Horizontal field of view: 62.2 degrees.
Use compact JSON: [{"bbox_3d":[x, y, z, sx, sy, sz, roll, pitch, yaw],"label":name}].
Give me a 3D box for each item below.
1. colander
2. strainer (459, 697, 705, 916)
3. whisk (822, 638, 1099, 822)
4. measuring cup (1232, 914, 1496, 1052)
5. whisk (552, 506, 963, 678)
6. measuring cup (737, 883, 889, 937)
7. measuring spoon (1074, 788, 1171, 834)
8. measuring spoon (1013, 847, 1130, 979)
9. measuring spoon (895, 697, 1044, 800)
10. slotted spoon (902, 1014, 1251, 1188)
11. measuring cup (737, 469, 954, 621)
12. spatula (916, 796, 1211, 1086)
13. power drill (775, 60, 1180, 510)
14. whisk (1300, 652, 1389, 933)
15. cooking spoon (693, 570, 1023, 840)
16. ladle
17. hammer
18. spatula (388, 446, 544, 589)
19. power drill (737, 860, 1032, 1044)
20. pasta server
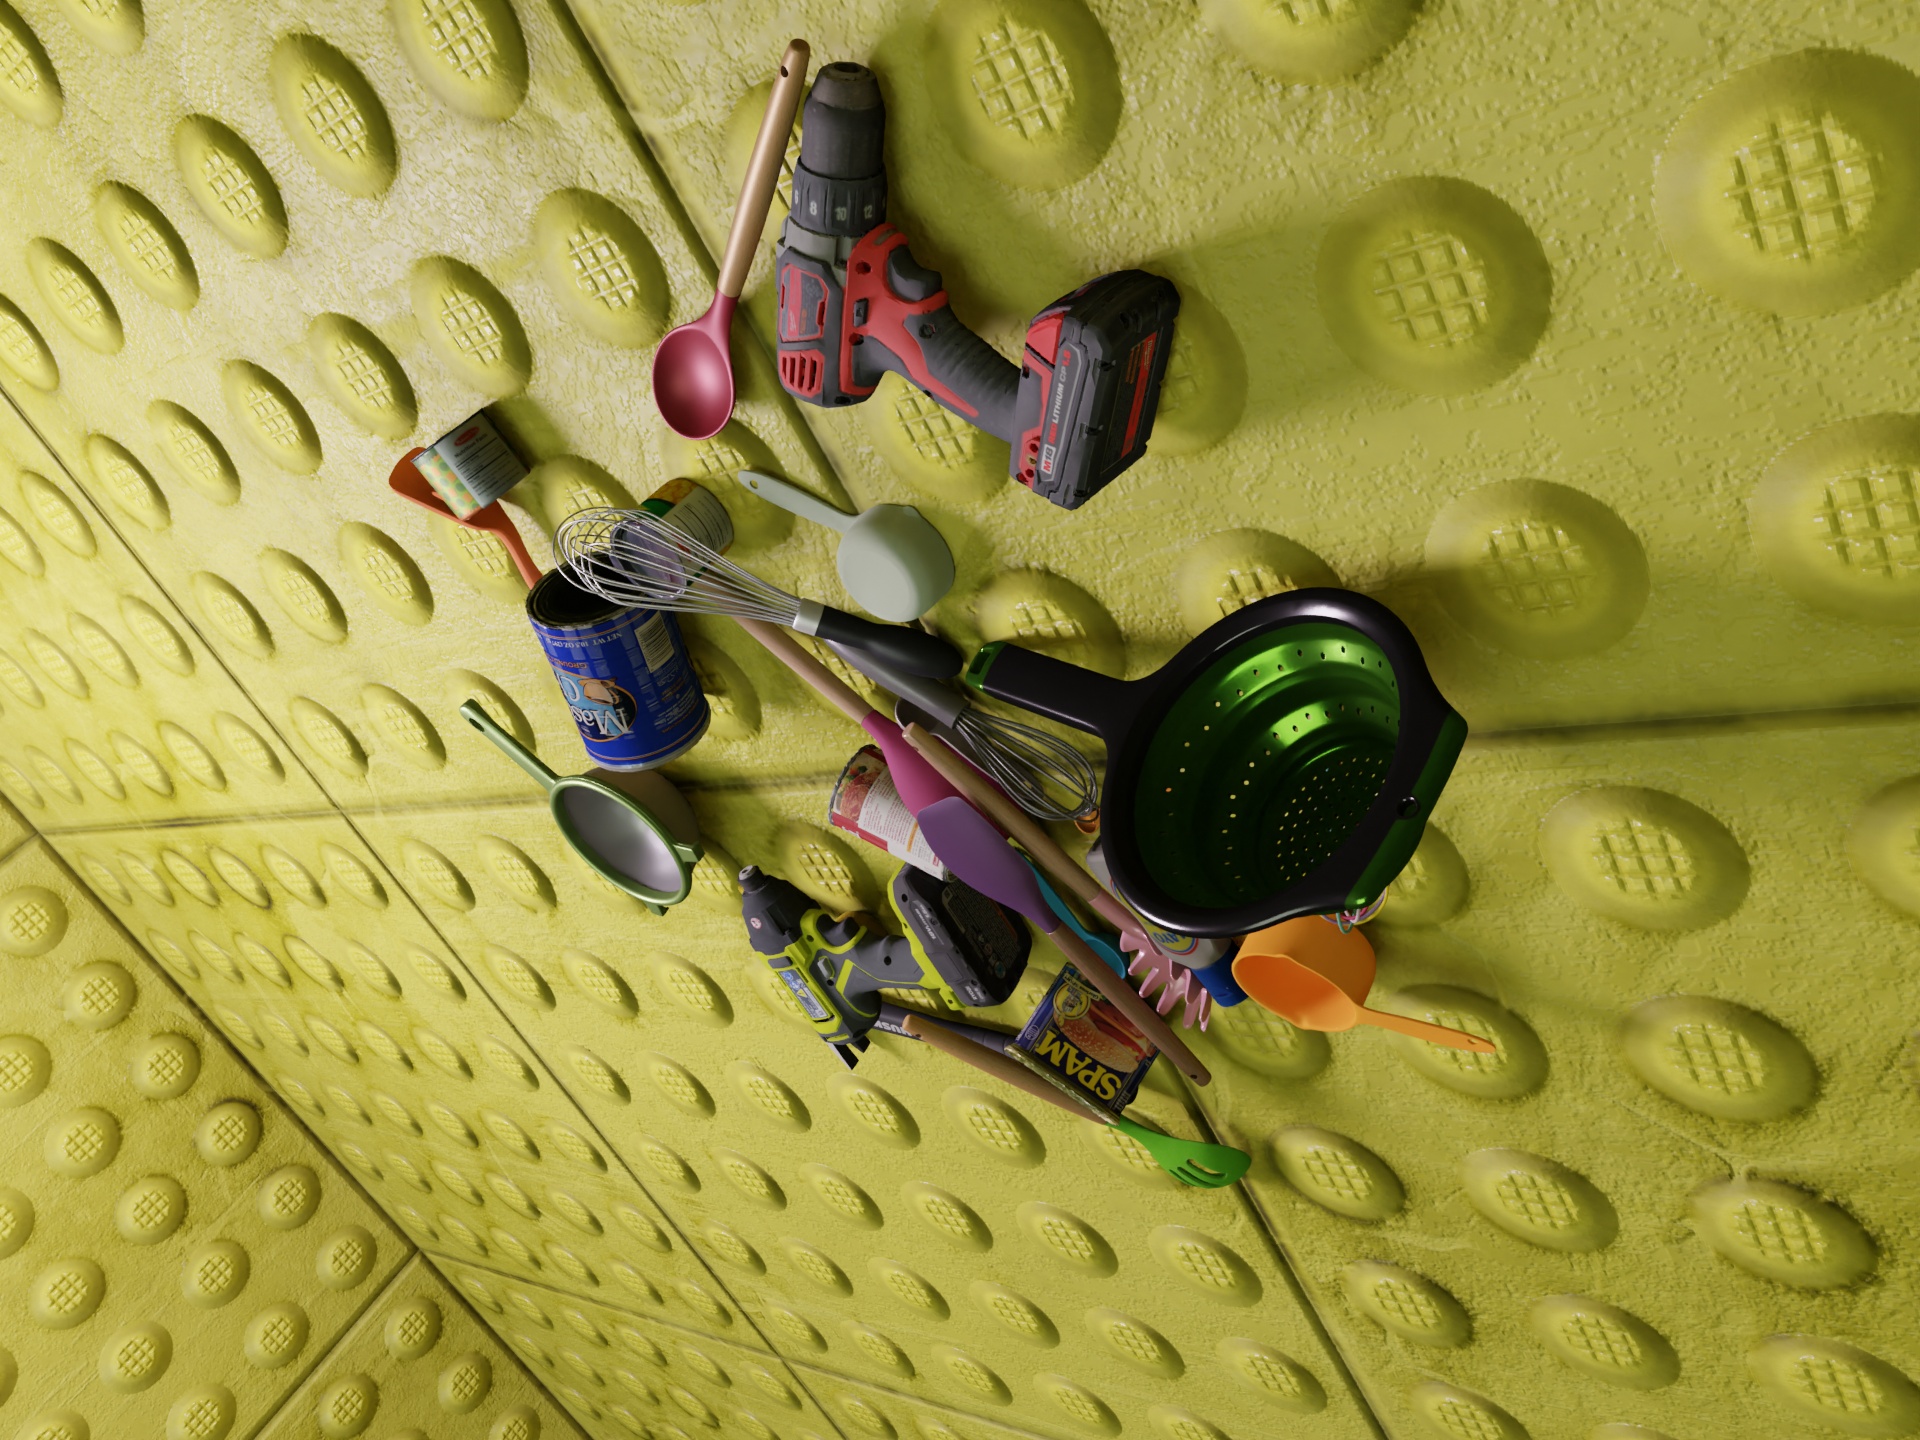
[{"bbox_3d":[0.138,0.020,0.921,0.094,0.204,0.397,35,173,-34],"label":"colander"},{"bbox_3d":[-0.321,0.054,1.393,0.256,0.069,0.151,40,144,0],"label":"strainer"},{"bbox_3d":[-0.003,-0.003,1.097,0.239,0.055,0.055,34,142,13],"label":"whisk"},{"bbox_3d":[0.266,0.169,1.033,0.174,0.052,0.095,13,147,29],"label":"measuring cup"},{"bbox_3d":[-0.132,-0.081,1.065,0.284,0.070,0.070,18,142,-8],"label":"whisk"},{"bbox_3d":[-0.127,0.171,1.387,0.157,0.029,0.062,24,139,24],"label":"measuring cup"},{"bbox_3d":[0.121,0.056,1.083,0.117,0.011,0.021,-24,99,45],"label":"measuring spoon"},{"bbox_3d":[0.084,0.141,1.196,0.128,0.021,0.042,50,147,2],"label":"measuring spoon"},{"bbox_3d":[0.006,0.022,1.129,0.124,0.034,0.018,34,153,-1],"label":"measuring spoon"},{"bbox_3d":[0.093,0.306,1.267,0.313,0.031,0.070,27,139,-10],"label":"slotted spoon"},{"bbox_3d":[-0.085,-0.120,1.050,0.167,0.038,0.083,27,141,12],"label":"measuring cup"},{"bbox_3d":[0.081,0.165,1.148,0.060,0.018,0.315,-28,115,38],"label":"spatula"},{"bbox_3d":[-0.002,-0.230,0.847,0.227,0.080,0.187,28,134,21],"label":"power drill"},{"bbox_3d":[0.219,0.033,0.954,0.047,0.051,0.244,12,132,38],"label":"whisk"},{"bbox_3d":[-0.086,-0.018,1.147,0.319,0.069,0.017,40,172,9],"label":"cooking spoon"},{"bbox_3d":[-0.131,-0.270,0.927,0.069,0.031,0.315,47,148,6],"label":"ladle"},{"bbox_3d":[0.000,0.278,1.379,0.335,0.035,0.146,9,135,32],"label":"hammer"},{"bbox_3d":[-0.332,-0.087,1.281,0.041,0.081,0.322,-26,118,16],"label":"spatula"},{"bbox_3d":[-0.070,0.172,1.273,0.223,0.080,0.171,-18,113,39],"label":"power drill"},{"bbox_3d":[0.072,0.112,1.121,0.316,0.040,0.060,42,159,-18],"label":"pasta server"}]
